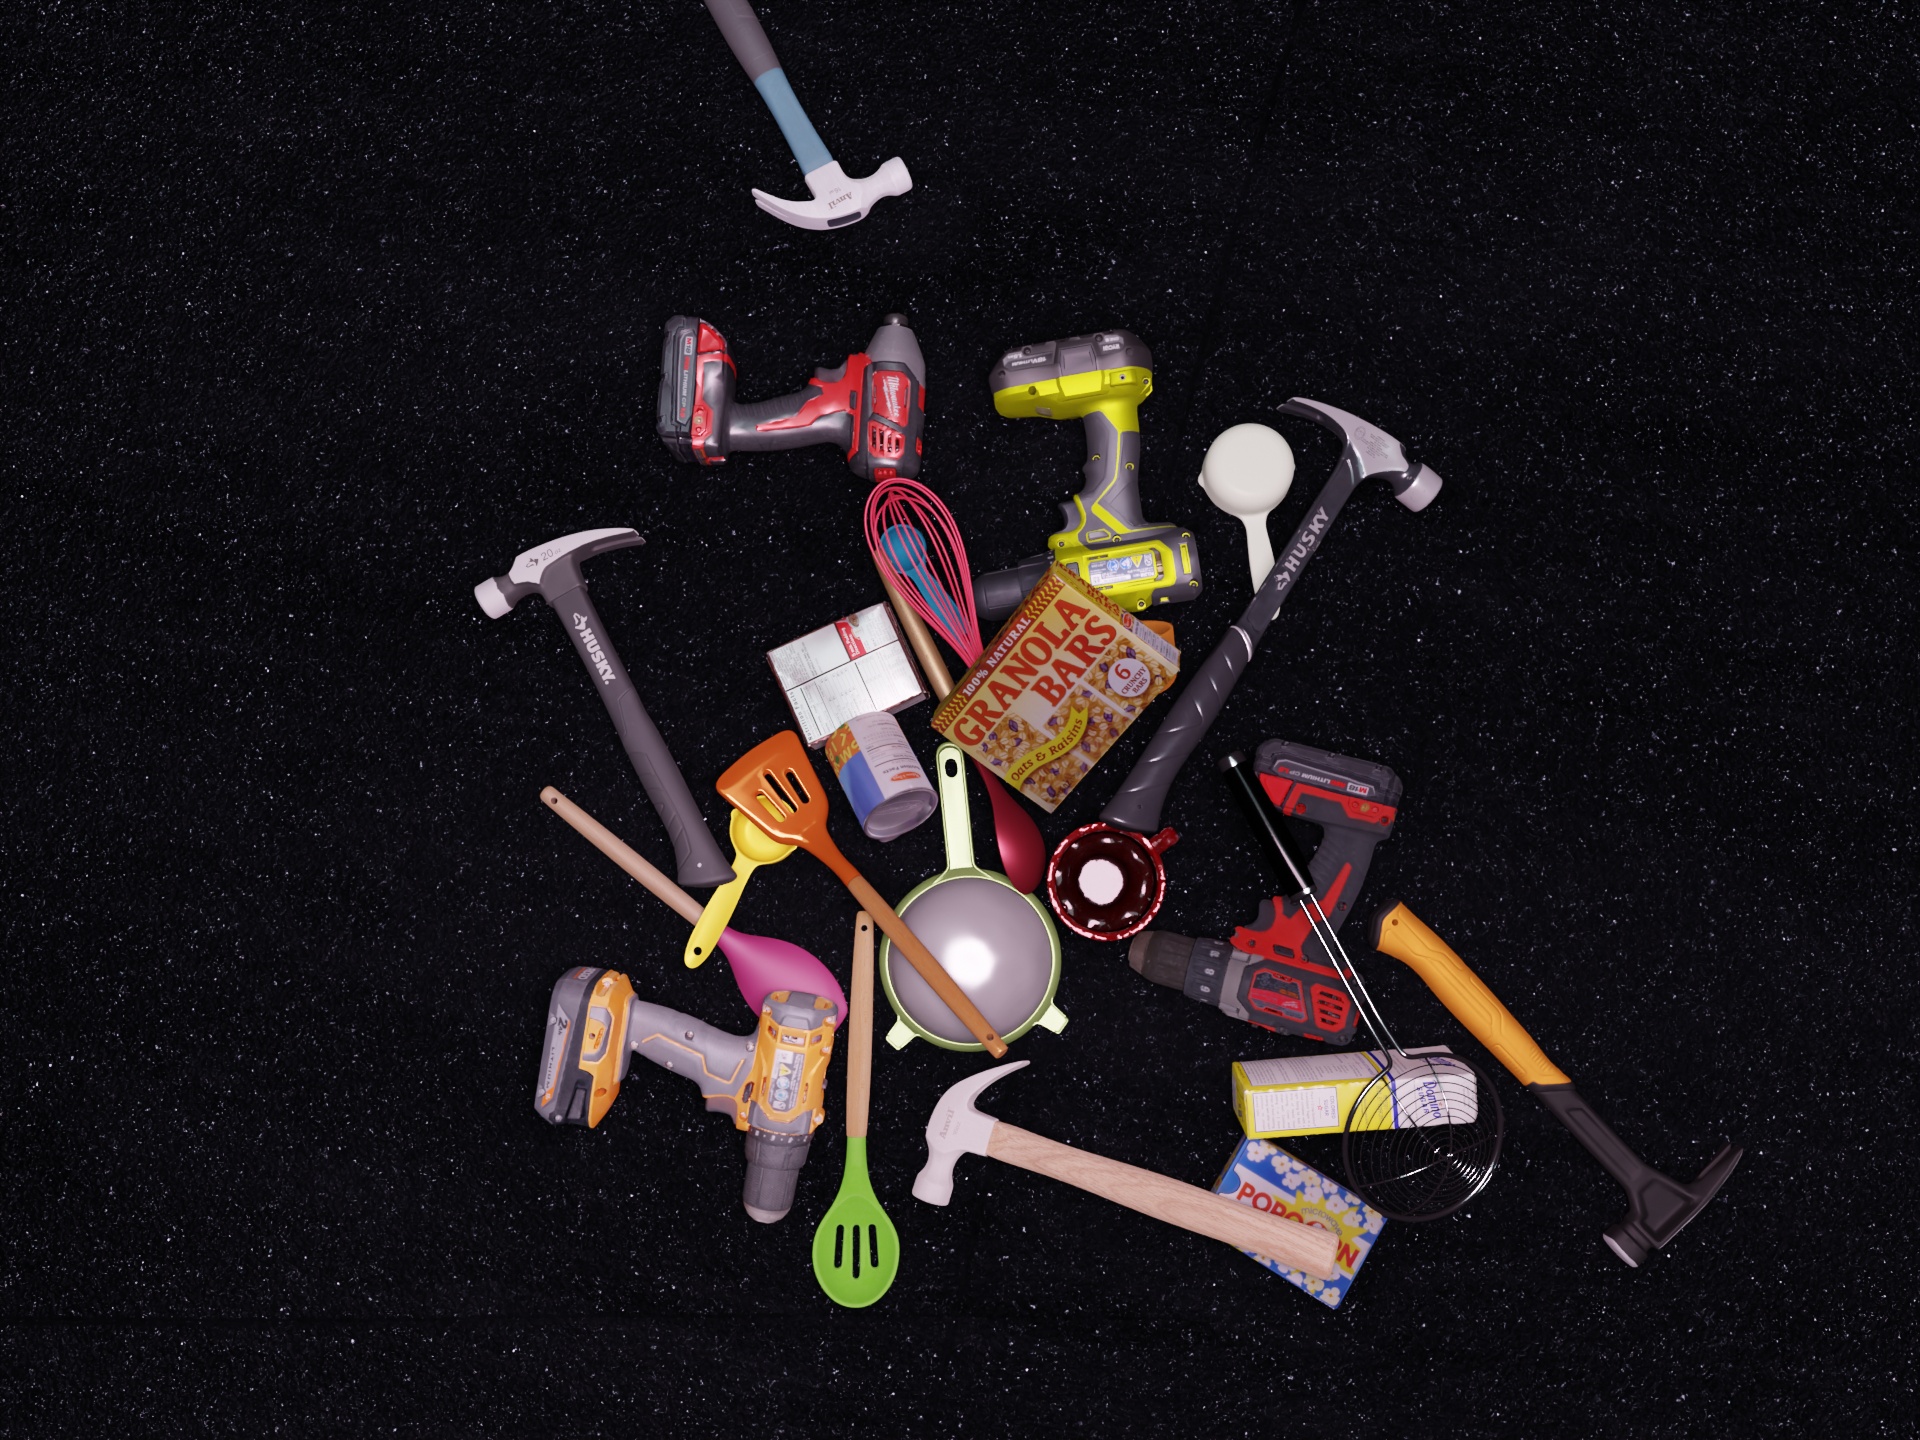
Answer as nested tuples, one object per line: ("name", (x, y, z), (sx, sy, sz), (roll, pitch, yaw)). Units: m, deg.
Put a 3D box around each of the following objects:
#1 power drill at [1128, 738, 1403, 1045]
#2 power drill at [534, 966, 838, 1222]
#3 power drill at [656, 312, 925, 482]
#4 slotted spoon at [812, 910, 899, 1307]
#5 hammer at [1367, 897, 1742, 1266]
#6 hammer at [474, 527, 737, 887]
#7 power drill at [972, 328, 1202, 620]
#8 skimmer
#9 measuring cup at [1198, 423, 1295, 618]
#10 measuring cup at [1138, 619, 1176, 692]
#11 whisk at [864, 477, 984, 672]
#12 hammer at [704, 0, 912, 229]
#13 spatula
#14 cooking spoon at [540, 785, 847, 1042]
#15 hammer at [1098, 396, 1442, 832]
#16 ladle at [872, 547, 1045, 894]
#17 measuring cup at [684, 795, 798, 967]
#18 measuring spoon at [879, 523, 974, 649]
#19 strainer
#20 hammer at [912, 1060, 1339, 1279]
("power drill", (0.248, 0.132, 1.279), (0.188, 0.080, 0.227), (14, 88, 16))
("power drill", (-0.221, 0.300, 1.285), (0.226, 0.084, 0.185), (10, 94, 0))
("power drill", (-0.139, -0.280, 1.349), (0.219, 0.078, 0.143), (4, 84, 1))
("slotted spoon", (-0.082, 0.314, 1.303), (0.070, 0.031, 0.314), (2, 82, -2))
("hammer", (0.461, 0.269, 1.275), (0.127, 0.034, 0.337), (-43, 83, -1))
("hammer", (-0.273, -0.008, 1.329), (0.146, 0.035, 0.335), (-29, 77, -1))
("power drill", (0.091, -0.195, 1.326), (0.190, 0.080, 0.228), (-9, 85, 7))
("skimmer", (0.276, 0.185, 1.177), (0.127, 0.090, 0.363), (-34, 75, 26))
("measuring cup", (0.249, -0.169, 1.332), (0.083, 0.038, 0.168), (-8, 81, 2))
("measuring cup", (0.095, -0.042, 1.317), (0.173, 0.095, 0.052), (-6, 105, 24))
("whisk", (0.006, -0.063, 1.297), (0.073, 0.073, 0.295), (-28, 102, 0))
("hammer", (-0.175, -0.580, 1.404), (0.128, 0.033, 0.331), (-28, 83, -1))
("spatula", (-0.071, 0.142, 1.267), (0.081, 0.041, 0.323), (-37, 66, -16))
("cooking spoon", (-0.228, 0.158, 1.331), (0.319, 0.017, 0.069), (38, 87, 5))
("hammer", (0.231, -0.081, 1.275), (0.149, 0.036, 0.409), (37, 76, -8))
("ladle", (-0.002, -0.004, 1.318), (0.031, 0.069, 0.315), (-30, 79, 22))
("measuring cup", (-0.186, 0.135, 1.324), (0.062, 0.029, 0.156), (28, 85, 5))
("measuring spoon", (-0.021, -0.112, 1.354), (0.042, 0.021, 0.128), (-35, 92, 25))
("strainer", (0.002, 0.143, 1.295), (0.151, 0.069, 0.256), (-6, 85, 2))
("hammer", (0.132, 0.365, 1.257), (0.331, 0.031, 0.130), (15, 84, 15))
